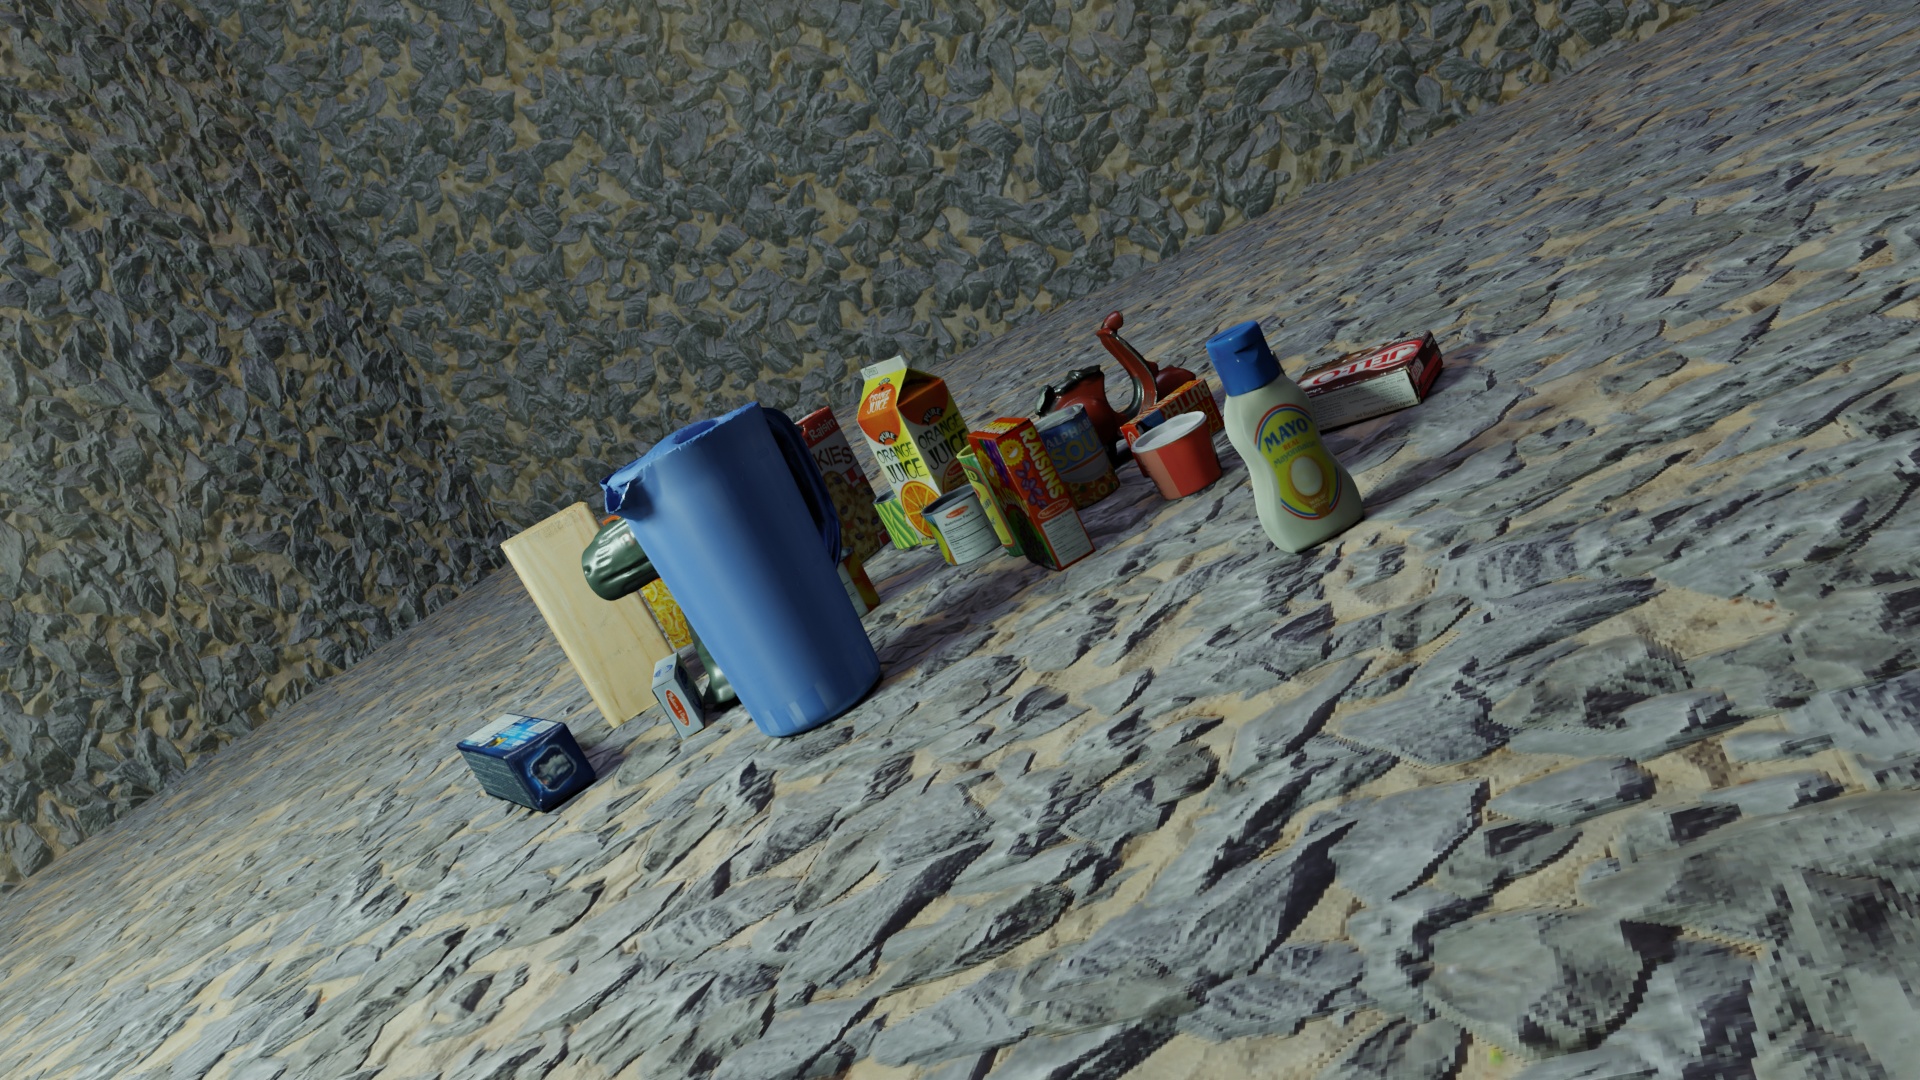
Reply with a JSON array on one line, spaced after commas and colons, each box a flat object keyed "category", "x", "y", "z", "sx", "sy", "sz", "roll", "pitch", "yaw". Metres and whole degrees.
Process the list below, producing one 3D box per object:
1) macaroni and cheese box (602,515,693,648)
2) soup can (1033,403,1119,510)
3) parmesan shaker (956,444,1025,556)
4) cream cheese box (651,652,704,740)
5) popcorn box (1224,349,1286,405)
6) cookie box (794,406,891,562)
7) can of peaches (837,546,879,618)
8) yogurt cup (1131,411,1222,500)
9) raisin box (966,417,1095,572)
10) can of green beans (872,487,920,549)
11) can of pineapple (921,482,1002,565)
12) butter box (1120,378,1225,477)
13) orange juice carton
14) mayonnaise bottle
[{"category": "macaroni and cheese box", "x": -0.303, "y": 0.024, "z": 1.546, "sx": 0.123, "sy": 0.166, "sz": 0.040, "roll": -22, "pitch": 13, "yaw": 22}, {"category": "soup can", "x": 0.104, "y": -0.076, "z": 1.297, "sx": 0.071, "sy": 0.083, "sz": 0.071, "roll": -26, "pitch": 12, "yaw": 6}, {"category": "parmesan shaker", "x": 0.049, "y": -0.044, "z": 1.236, "sx": 0.071, "sy": 0.103, "sz": 0.071, "roll": -26, "pitch": 12, "yaw": 6}, {"category": "cream cheese box", "x": -0.251, "y": 0.137, "z": 1.238, "sx": 0.024, "sy": 0.053, "sz": 0.104, "roll": -28, "pitch": 12, "yaw": -5}, {"category": "popcorn box", "x": 0.239, "y": -0.090, "z": 1.067, "sx": 0.038, "sy": 0.085, "sz": 0.127, "roll": -23, "pitch": 13, "yaw": 20}, {"category": "cookie box", "x": -0.153, "y": -0.047, "z": 1.520, "sx": 0.040, "sy": 0.167, "sz": 0.123, "roll": -17, "pitch": 16, "yaw": 41}, {"category": "can of peaches", "x": -0.117, "y": 0.046, "z": 1.321, "sx": 0.071, "sy": 0.058, "sz": 0.071, "roll": -26, "pitch": 12, "yaw": 6}, {"category": "yogurt cup", "x": 0.185, "y": -0.070, "z": 1.170, "sx": 0.072, "sy": 0.054, "sz": 0.072, "roll": -26, "pitch": 12, "yaw": 6}, {"category": "raisin box", "x": 0.058, "y": -0.041, "z": 1.155, "sx": 0.040, "sy": 0.123, "sz": 0.086, "roll": -29, "pitch": 12, "yaw": -10}, {"category": "can of green beans", "x": -0.052, "y": -0.031, "z": 1.500, "sx": 0.071, "sy": 0.057, "sz": 0.071, "roll": -26, "pitch": 12, "yaw": 6}, {"category": "can of pineapple", "x": 0.005, "y": -0.017, "z": 1.322, "sx": 0.071, "sy": 0.057, "sz": 0.071, "roll": -26, "pitch": 12, "yaw": 6}, {"category": "butter box", "x": 0.198, "y": -0.106, "z": 1.292, "sx": 0.104, "sy": 0.053, "sz": 0.024, "roll": -35, "pitch": 14, "yaw": -31}, {"category": "orange juice carton", "x": -0.038, "y": -0.098, "z": 1.428, "sx": 0.073, "sy": 0.192, "sz": 0.071, "roll": -36, "pitch": 15, "yaw": -36}, {"category": "mayonnaise bottle", "x": 0.205, "y": -0.069, "z": 0.902, "sx": 0.065, "sy": 0.148, "sz": 0.041, "roll": -28, "pitch": 12, "yaw": -4}]
